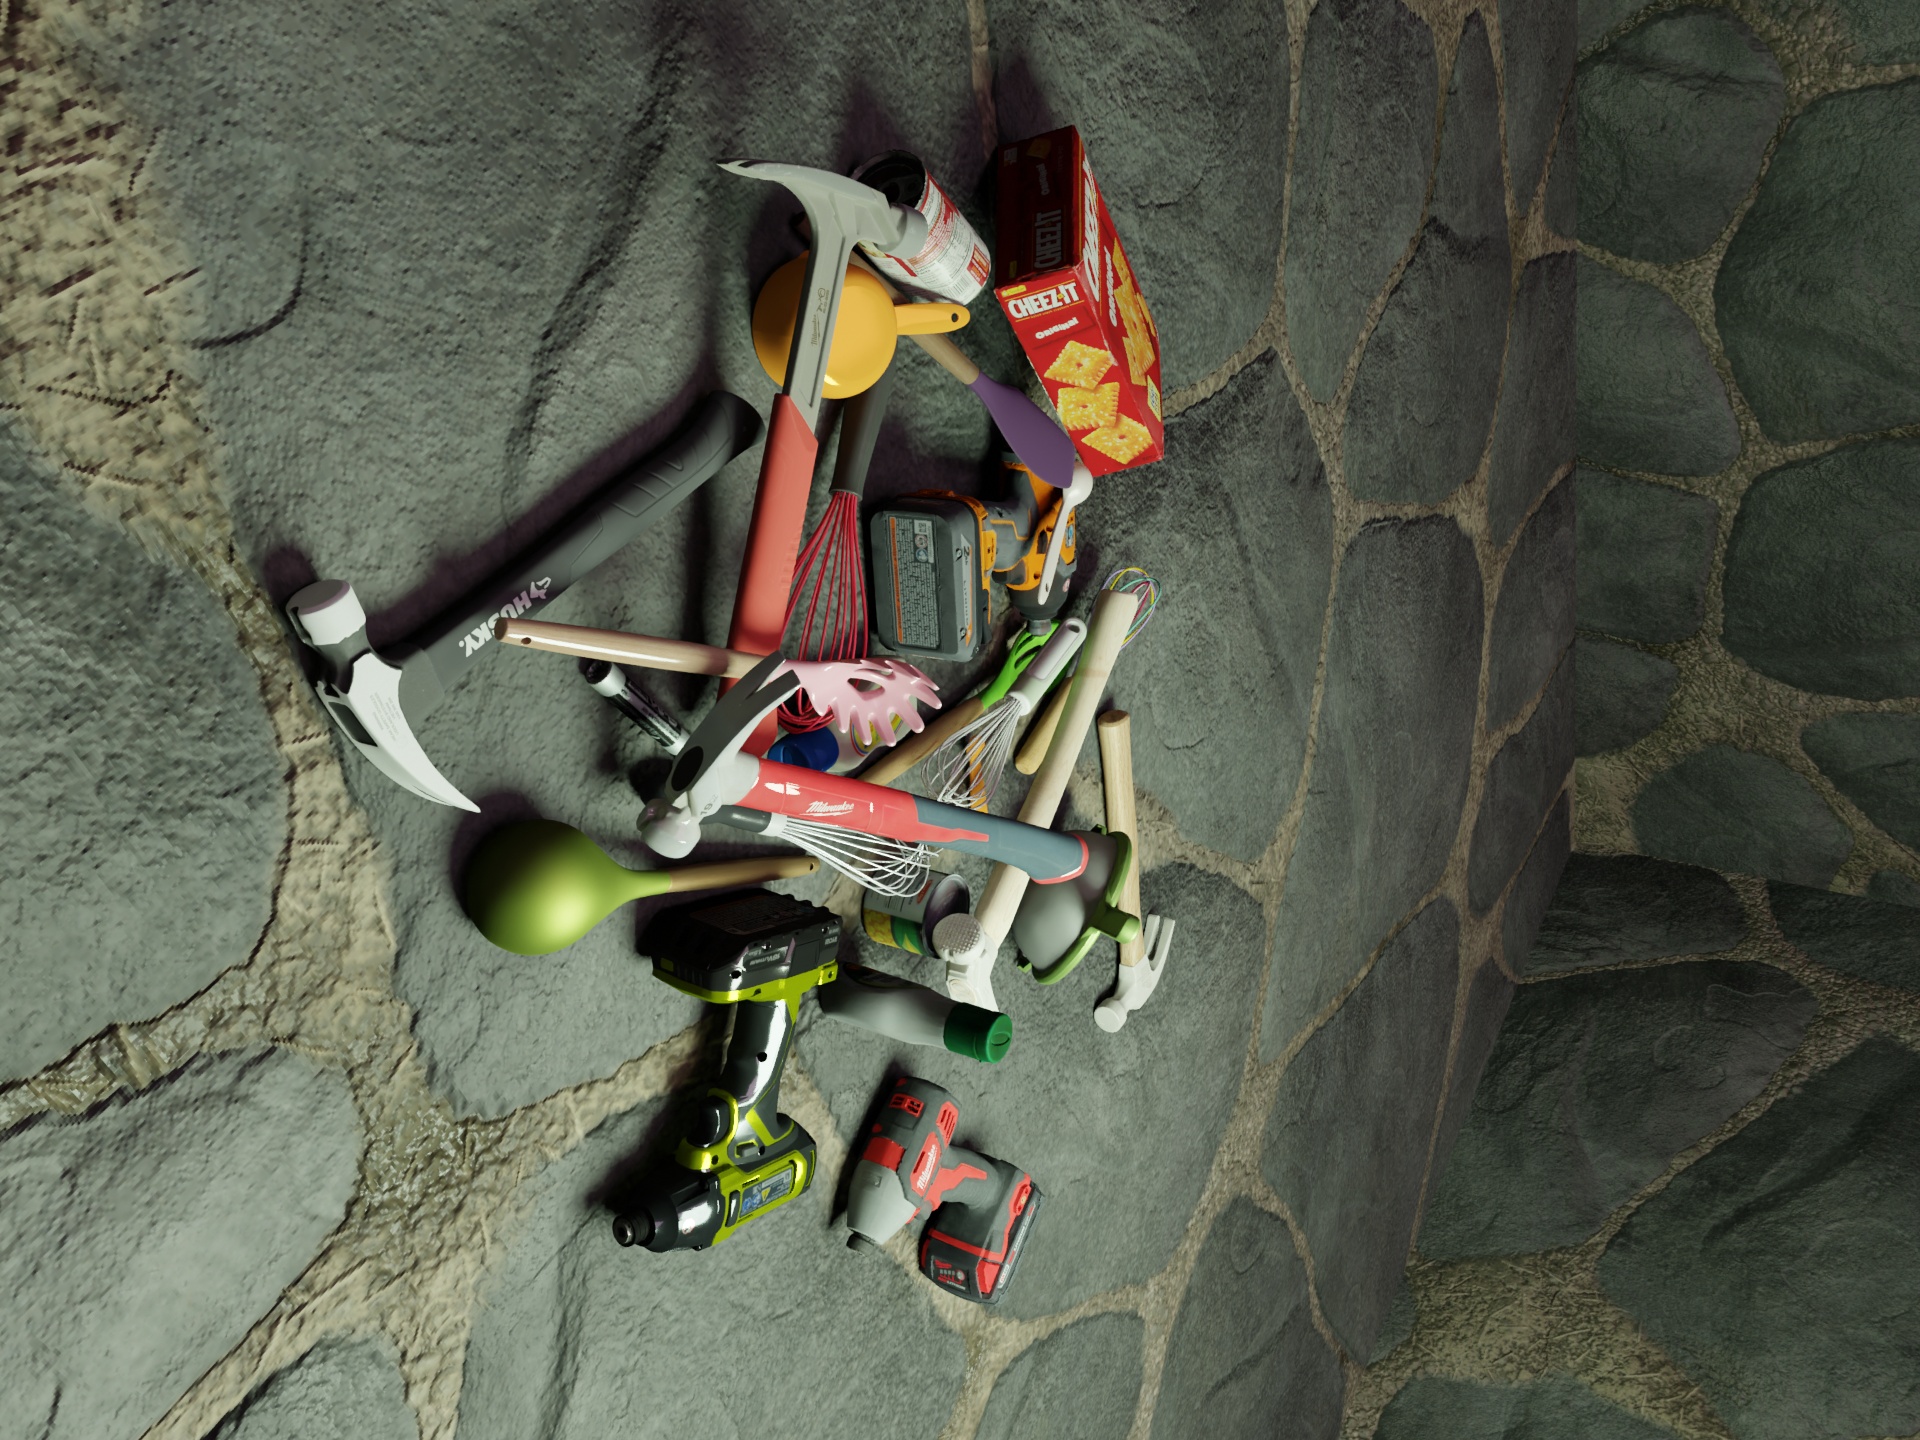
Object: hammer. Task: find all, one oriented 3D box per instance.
[{"bbox_3d":[-0.217,-0.090,0.897,0.335,0.035,0.146,-49,137,-39],"label":"hammer"},{"bbox_3d":[-0.113,-0.148,0.966,0.149,0.037,0.359,0,107,-48],"label":"hammer"},{"bbox_3d":[0.075,0.057,1.323,0.146,0.038,0.411,74,33,-51],"label":"hammer"},{"bbox_3d":[-0.027,0.054,1.069,0.386,0.038,0.143,17,120,-48],"label":"hammer"},{"bbox_3d":[0.165,0.141,1.578,0.130,0.031,0.331,-38,130,-46],"label":"hammer"}]

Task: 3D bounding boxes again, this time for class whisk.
[{"bbox_3d":[0.041,-0.010,1.273,0.246,0.058,0.059,-51,170,-40],"label":"whisk"},{"bbox_3d":[0.117,-0.046,1.437,0.245,0.051,0.047,-56,148,-27],"label":"whisk"},{"bbox_3d":[-0.083,-0.134,1.077,0.073,0.073,0.296,28,70,-57],"label":"whisk"},{"bbox_3d":[-0.110,0.071,1.091,0.284,0.070,0.070,20,82,-50],"label":"whisk"}]

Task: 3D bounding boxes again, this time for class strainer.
[{"bbox_3d":[0.090,0.149,1.337,0.151,0.069,0.256,-60,-173,-5],"label":"strainer"}]

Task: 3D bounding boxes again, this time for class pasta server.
[{"bbox_3d":[-0.132,-0.029,0.940,0.316,0.040,0.060,8,129,-48],"label":"pasta server"}]

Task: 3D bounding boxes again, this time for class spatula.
[{"bbox_3d":[-0.008,-0.257,1.130,0.315,0.018,0.060,35,54,-42],"label":"spatula"}]

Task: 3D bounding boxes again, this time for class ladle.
[{"bbox_3d":[-0.185,0.098,1.011,0.320,0.062,0.078,3,94,-65],"label":"ladle"}]

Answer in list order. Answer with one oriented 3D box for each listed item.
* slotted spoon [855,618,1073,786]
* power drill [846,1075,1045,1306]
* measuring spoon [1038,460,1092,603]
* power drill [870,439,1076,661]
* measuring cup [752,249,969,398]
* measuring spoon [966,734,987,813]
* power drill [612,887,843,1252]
[{"bbox_3d":[-0.002,-0.004,1.274,0.314,0.031,0.070,-36,129,-45],"label":"slotted spoon"},{"bbox_3d":[-0.019,0.402,1.326,0.143,0.079,0.219,-63,142,-24],"label":"power drill"},{"bbox_3d":[0.083,-0.146,1.239,0.034,0.018,0.124,49,53,-59],"label":"measuring spoon"},{"bbox_3d":[0.023,-0.120,1.228,0.226,0.084,0.164,-35,128,-54],"label":"power drill"},{"bbox_3d":[-0.050,-0.259,1.045,0.173,0.052,0.095,-14,115,-35],"label":"measuring cup"},{"bbox_3d":[0.018,0.062,1.328,0.021,0.011,0.116,-43,139,-41],"label":"measuring spoon"},{"bbox_3d":[-0.155,0.236,1.057,0.171,0.080,0.223,-7,108,-57],"label":"power drill"}]
